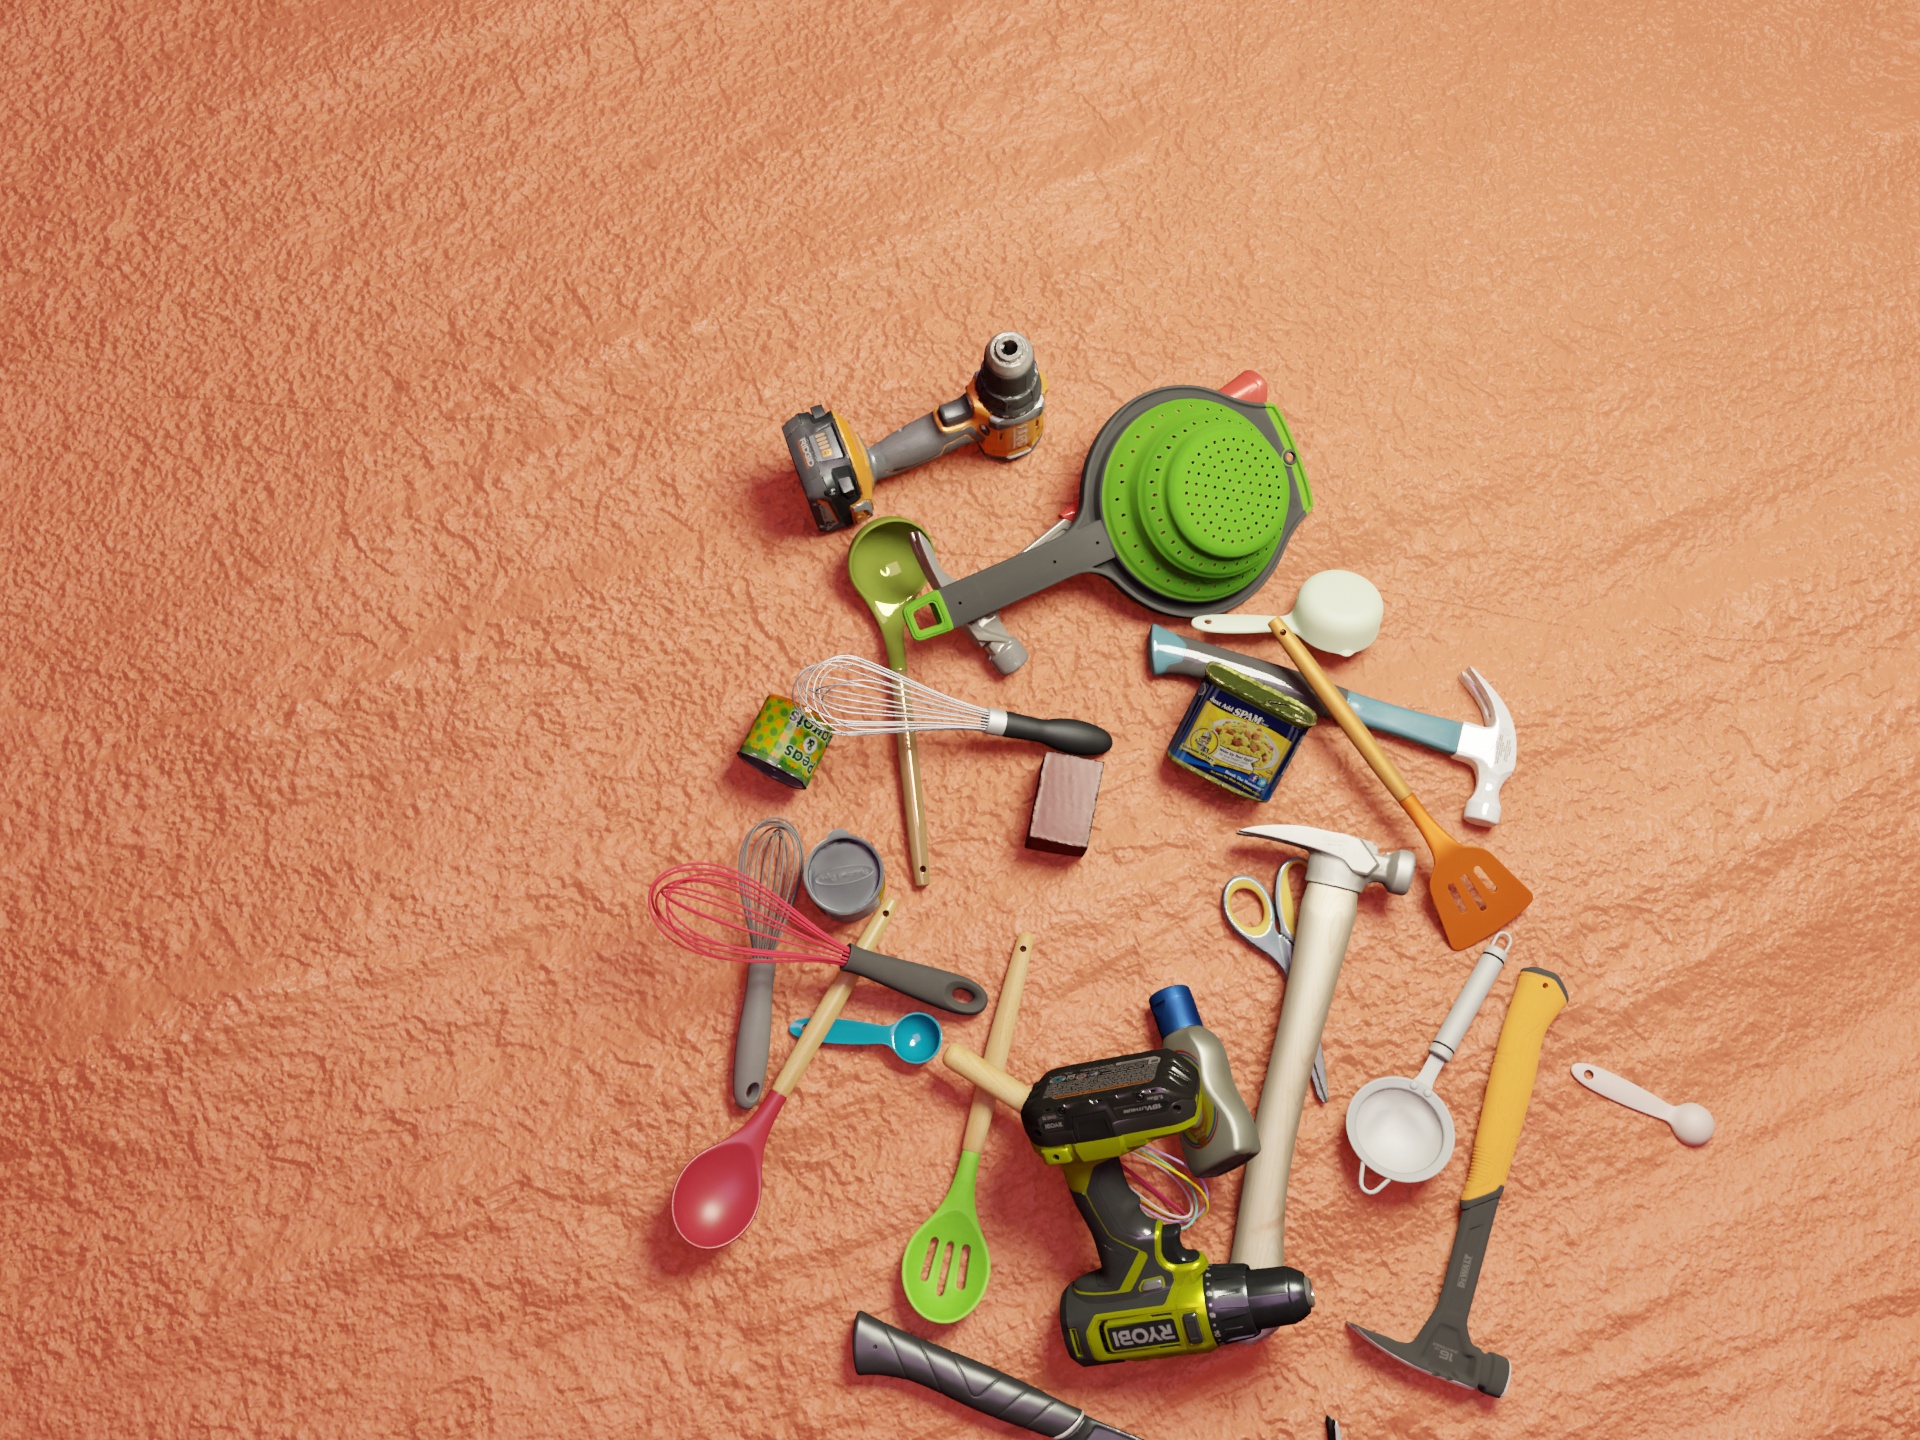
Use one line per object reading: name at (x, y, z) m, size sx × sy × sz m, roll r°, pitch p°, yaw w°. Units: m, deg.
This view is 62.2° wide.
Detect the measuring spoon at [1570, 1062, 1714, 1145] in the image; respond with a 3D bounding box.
measuring spoon at (0.564, 0.313, 1.312) m, size 0.124 × 0.018 × 0.034 m, roll 25°, pitch 77°, yaw 5°

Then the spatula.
spatula at (0.359, 0.045, 1.342) m, size 0.081 × 0.041 × 0.323 m, roll -36°, pitch 84°, yaw 6°

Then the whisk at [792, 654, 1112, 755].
whisk at (-0.002, -0.005, 1.329) m, size 0.284 × 0.070 × 0.070 m, roll 10°, pitch 75°, yaw -18°

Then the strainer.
strainer at (0.391, 0.280, 1.305) m, size 0.087 × 0.050 × 0.258 m, roll 30°, pitch 71°, yaw 17°

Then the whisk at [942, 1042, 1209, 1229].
whisk at (0.090, 0.333, 1.274) m, size 0.245 × 0.047 × 0.051 m, roll 32°, pitch 68°, yaw 1°

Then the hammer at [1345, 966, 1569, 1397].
hammer at (0.421, 0.359, 1.289) m, size 0.127 × 0.034 × 0.337 m, roll 20°, pitch 76°, yaw 2°

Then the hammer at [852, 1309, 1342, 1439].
hammer at (0.105, 0.550, 1.234) m, size 0.409 × 0.036 × 0.149 m, roll 21°, pitch 76°, yaw 4°

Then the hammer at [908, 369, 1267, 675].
hammer at (0.128, -0.204, 1.401) m, size 0.359 × 0.037 × 0.149 m, roll -39°, pitch 105°, yaw -13°

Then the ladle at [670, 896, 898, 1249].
ladle at (-0.134, 0.278, 1.286) m, size 0.069 × 0.031 × 0.315 m, roll 34°, pitch 72°, yaw -8°

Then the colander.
colander at (0.140, -0.158, 1.334) m, size 0.397 × 0.094 × 0.204 m, roll -25°, pitch 98°, yaw -15°

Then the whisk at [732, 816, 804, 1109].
whisk at (-0.165, 0.198, 1.308) m, size 0.055 × 0.055 × 0.239 m, roll 5°, pitch 80°, yaw 0°

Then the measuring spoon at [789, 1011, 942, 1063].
measuring spoon at (-0.077, 0.260, 1.313) m, size 0.128 × 0.021 × 0.042 m, roll 3°, pitch 68°, yaw 9°

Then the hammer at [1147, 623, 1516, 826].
hammer at (0.319, -0.016, 1.379) m, size 0.331 × 0.033 × 0.128 m, roll 17°, pitch 77°, yaw 3°

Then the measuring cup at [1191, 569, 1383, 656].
measuring cup at (0.284, -0.096, 1.375) m, size 0.167 × 0.038 × 0.083 m, roll -2°, pitch 49°, yaw -7°

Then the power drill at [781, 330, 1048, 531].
power drill at (-0.033, -0.251, 1.353) m, size 0.226 × 0.185 × 0.084 m, roll -21°, pitch 79°, yaw -3°

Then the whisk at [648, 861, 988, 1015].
whisk at (-0.109, 0.183, 1.275) m, size 0.295 × 0.073 × 0.073 m, roll 22°, pitch 76°, yaw -17°

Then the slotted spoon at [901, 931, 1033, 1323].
slotted spoon at (0.017, 0.325, 1.292) m, size 0.070 × 0.031 × 0.314 m, roll 15°, pitch 74°, yaw 1°

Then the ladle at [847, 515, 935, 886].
ladle at (-0.047, -0.019, 1.360) m, size 0.078 × 0.062 × 0.320 m, roll -3°, pitch 79°, yaw -17°

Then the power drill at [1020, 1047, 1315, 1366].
power drill at (0.152, 0.373, 1.206) m, size 0.190 × 0.080 × 0.228 m, roll -14°, pitch 98°, yaw 15°

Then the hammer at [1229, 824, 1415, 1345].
hammer at (0.256, 0.289, 1.289) m, size 0.146 × 0.038 × 0.411 m, roll 13°, pitch 80°, yaw 7°
